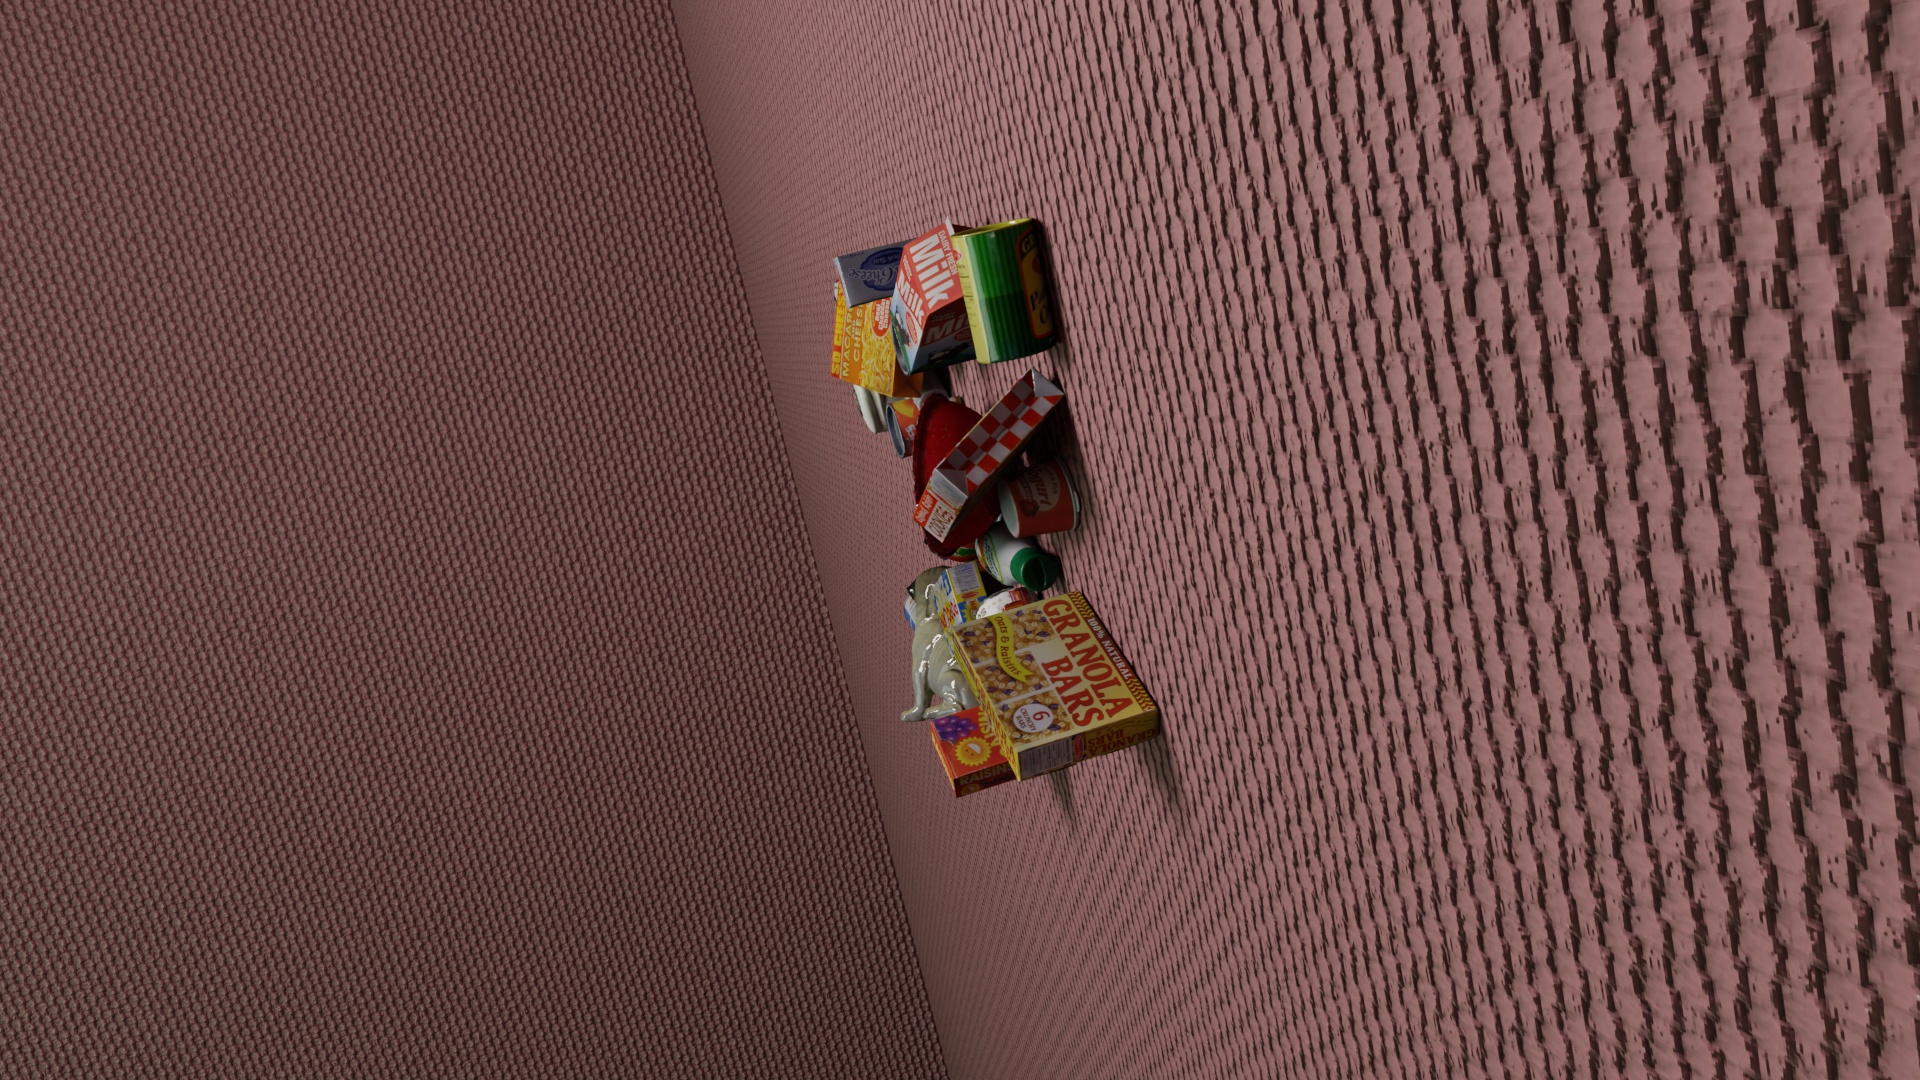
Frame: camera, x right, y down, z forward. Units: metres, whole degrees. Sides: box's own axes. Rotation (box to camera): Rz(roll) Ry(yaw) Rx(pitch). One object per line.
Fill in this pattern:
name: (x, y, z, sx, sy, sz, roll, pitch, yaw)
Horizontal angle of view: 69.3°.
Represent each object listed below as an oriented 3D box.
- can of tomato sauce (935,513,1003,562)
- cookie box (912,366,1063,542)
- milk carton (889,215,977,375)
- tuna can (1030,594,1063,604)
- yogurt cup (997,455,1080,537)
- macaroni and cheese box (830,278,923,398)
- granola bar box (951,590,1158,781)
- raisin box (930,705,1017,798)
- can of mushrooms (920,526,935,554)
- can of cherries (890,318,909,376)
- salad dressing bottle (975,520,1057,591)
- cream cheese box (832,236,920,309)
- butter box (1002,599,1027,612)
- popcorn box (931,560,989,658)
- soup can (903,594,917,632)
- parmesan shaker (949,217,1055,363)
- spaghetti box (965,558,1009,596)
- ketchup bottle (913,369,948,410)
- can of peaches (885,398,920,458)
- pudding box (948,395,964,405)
can of tomato sauce: (0.005, -0.018, 1.468, 0.083, 0.071, 0.071, 116, 137, -72)
cookie box: (0.020, -0.071, 1.201, 0.040, 0.123, 0.167, 42, 165, 2)
milk carton: (-0.014, -0.225, 1.280, 0.190, 0.073, 0.072, 118, 135, -73)
tuna can: (0.092, 0.086, 1.293, 0.071, 0.033, 0.071, 166, 88, -78)
yogurt cup: (0.066, -0.035, 1.204, 0.072, 0.054, 0.072, 166, 88, -79)
macaroni and cheese box: (-0.090, -0.231, 1.549, 0.166, 0.040, 0.123, 26, 113, 59)
granola bar box: (0.077, 0.120, 1.179, 0.166, 0.124, 0.038, -120, 18, -50)
raisin box: (0.038, 0.217, 1.489, 0.086, 0.123, 0.039, -117, 16, -45)
can of mushrooms: (-0.012, -0.015, 1.551, 0.070, 0.071, 0.033, 89, 163, -50)
can of cherries: (-0.035, -0.209, 1.439, 0.071, 0.058, 0.071, 167, 88, -78)
salad dressing bottle: (0.055, 0.018, 1.349, 0.148, 0.044, 0.064, -149, 43, -73)
cream cheese box: (-0.073, -0.275, 1.416, 0.024, 0.104, 0.053, -164, 58, -73)
butter box: (0.066, 0.111, 1.295, 0.053, 0.024, 0.104, 92, 158, -58)
popcorn box: (0.004, 0.078, 1.526, 0.126, 0.038, 0.085, 122, 131, -75)
soup can: (-0.029, 0.106, 1.809, 0.084, 0.071, 0.071, -127, 24, -59)
parmesan shaker: (0.035, -0.199, 1.108, 0.071, 0.071, 0.102, -141, 37, -70)
spaghetti box: (0.059, 0.103, 1.481, 0.251, 0.029, 0.050, -118, 17, -46)
ketchup bottle: (-0.055, -0.202, 1.576, 0.064, 0.043, 0.149, 98, 155, -44)
can of peaches: (-0.048, -0.132, 1.602, 0.071, 0.058, 0.071, 166, 89, -77)
pudding box: (-0.008, -0.113, 1.507, 0.083, 0.030, 0.050, 97, 155, -62)
